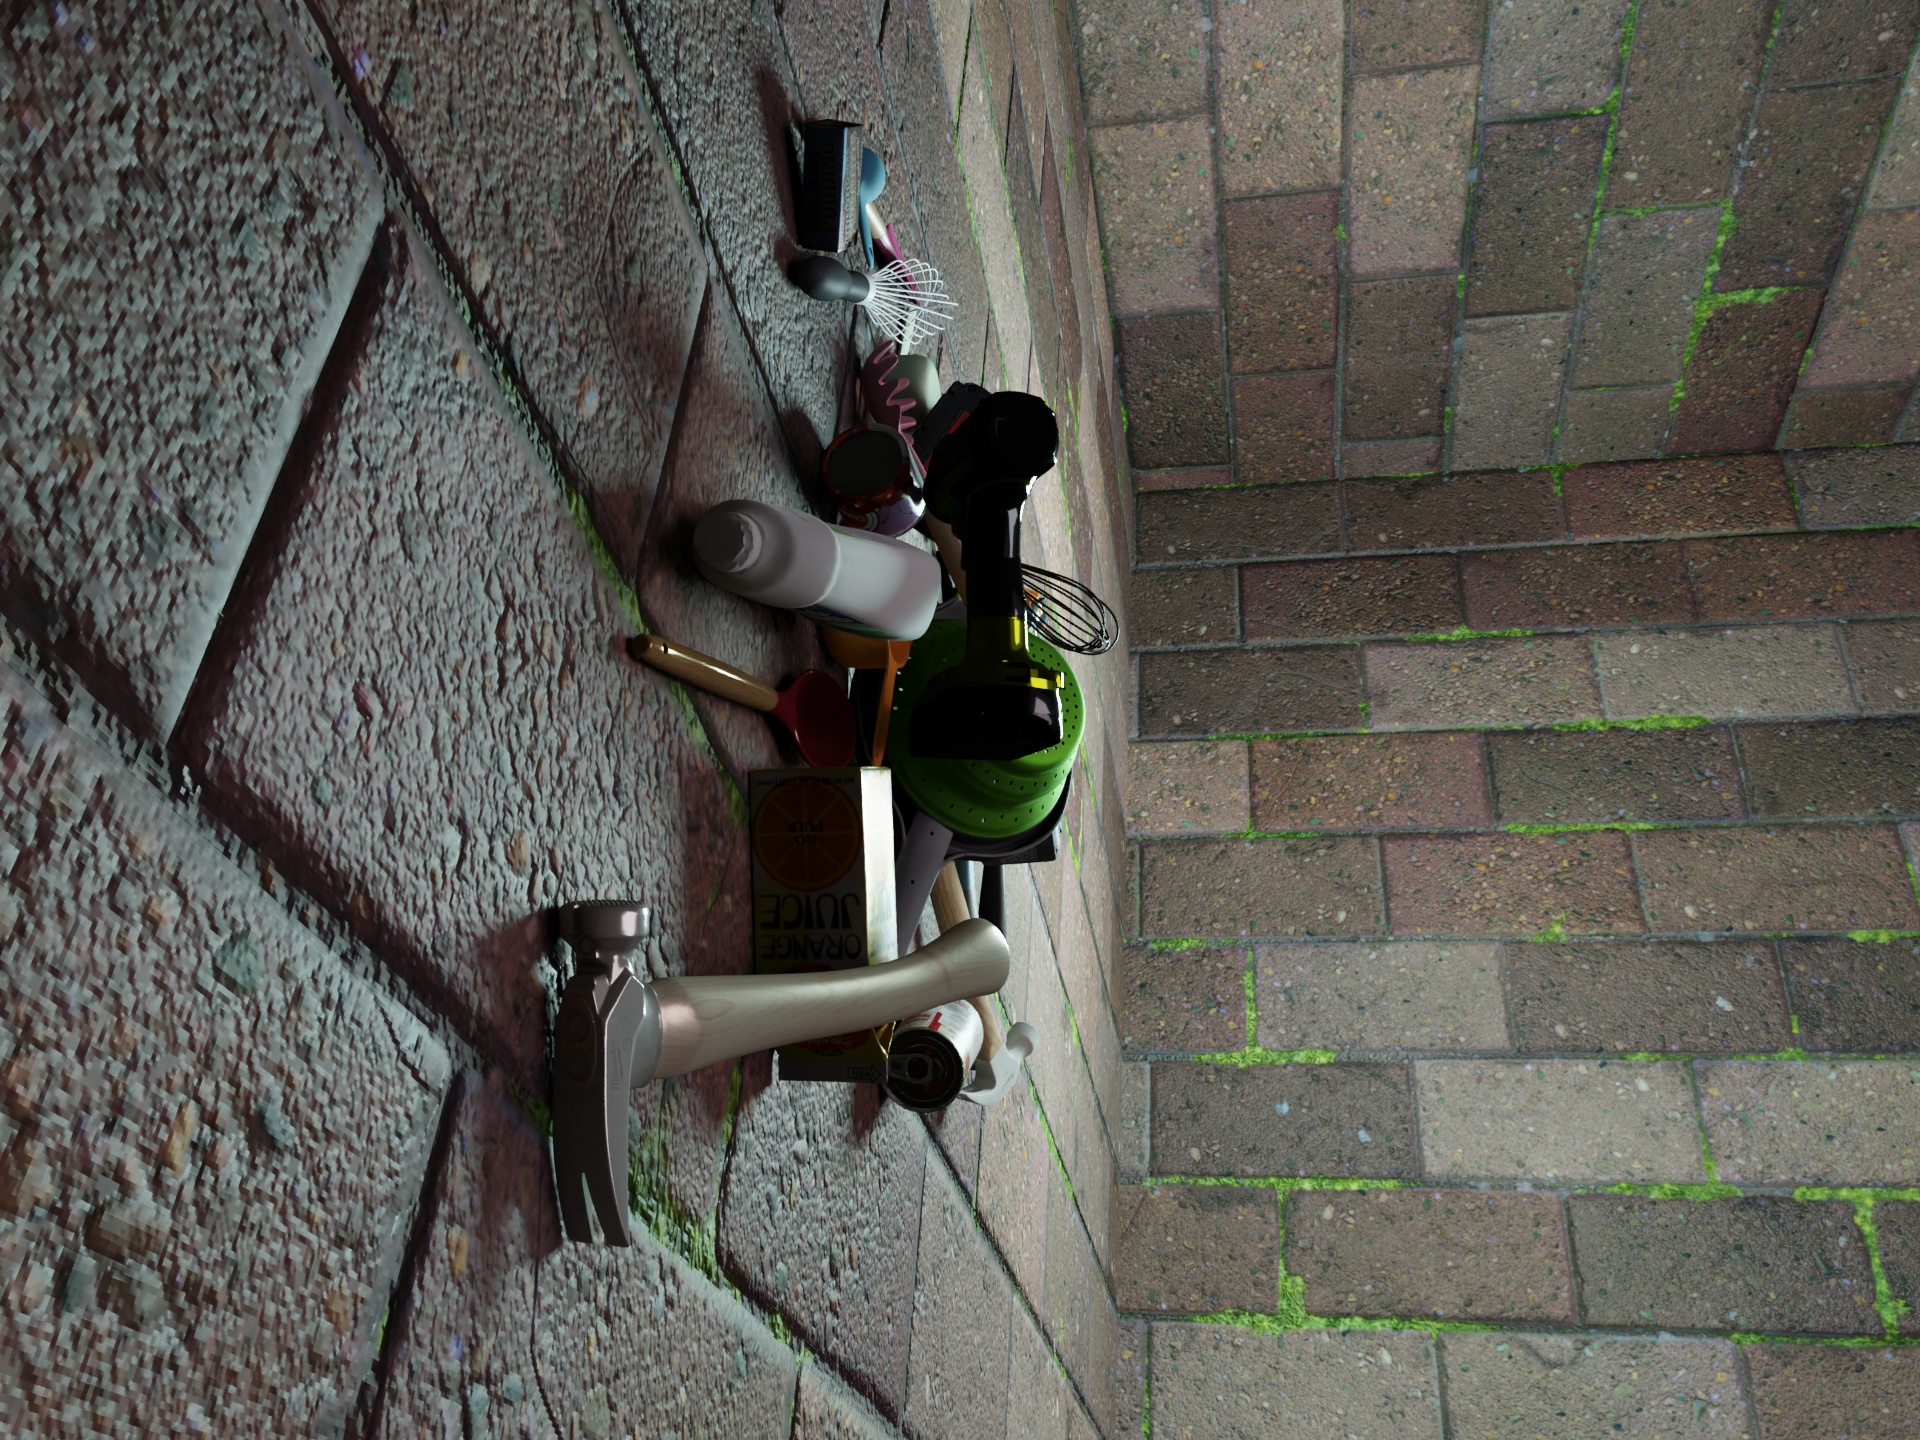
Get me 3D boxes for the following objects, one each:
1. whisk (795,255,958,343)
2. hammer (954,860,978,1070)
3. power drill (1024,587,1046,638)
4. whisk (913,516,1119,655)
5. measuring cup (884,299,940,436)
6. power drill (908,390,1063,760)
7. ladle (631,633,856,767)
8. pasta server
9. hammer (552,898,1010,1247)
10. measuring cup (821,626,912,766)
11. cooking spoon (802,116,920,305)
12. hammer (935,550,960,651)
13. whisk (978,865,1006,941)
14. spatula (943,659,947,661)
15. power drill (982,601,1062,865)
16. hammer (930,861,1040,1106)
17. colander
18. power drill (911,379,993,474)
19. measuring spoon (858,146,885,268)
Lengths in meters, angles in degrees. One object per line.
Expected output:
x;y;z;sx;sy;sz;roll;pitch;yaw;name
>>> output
-0.067;-0.323;1.200;0.284;0.070;0.070;-32;119;-71;whisk
0.004;0.173;1.517;0.128;0.033;0.331;-12;100;-78;hammer
0.034;-0.188;1.637;0.185;0.084;0.226;-64;145;-71;power drill
0.022;-0.127;1.240;0.055;0.239;0.055;-54;178;-3;whisk
-0.035;-0.315;1.390;0.083;0.038;0.168;71;22;-57;measuring cup
0.013;-0.089;1.073;0.171;0.080;0.223;154;-62;-70;power drill
-0.120;-0.015;0.923;0.315;0.031;0.069;32;51;-75;ladle
-0.014;-0.161;1.198;0.060;0.040;0.316;63;3;-63;pasta server
-0.071;0.160;0.849;0.410;0.038;0.146;7;82;-63;hammer
-0.072;-0.043;1.116;0.095;0.052;0.174;68;24;-61;measuring cup
-0.073;-0.400;1.262;0.318;0.017;0.069;27;45;-77;cooking spoon
-0.035;-0.108;1.362;0.336;0.034;0.127;15;74;-79;hammer
0.036;0.107;1.640;0.073;0.073;0.296;-19;111;-79;whisk
-0.002;-0.004;1.375;0.082;0.044;0.317;-80;174;-65;spatula
0.047;0.016;1.477;0.164;0.084;0.227;77;10;-60;power drill
0.001;0.211;1.424;0.130;0.031;0.331;-47;133;-45;hammer
-0.001;0.061;1.150;0.204;0.094;0.397;35;56;-19;colander
0.007;-0.218;1.401;0.143;0.078;0.219;-52;175;8;power drill
-0.063;-0.375;1.163;0.042;0.021;0.129;63;16;-52;measuring spoon
